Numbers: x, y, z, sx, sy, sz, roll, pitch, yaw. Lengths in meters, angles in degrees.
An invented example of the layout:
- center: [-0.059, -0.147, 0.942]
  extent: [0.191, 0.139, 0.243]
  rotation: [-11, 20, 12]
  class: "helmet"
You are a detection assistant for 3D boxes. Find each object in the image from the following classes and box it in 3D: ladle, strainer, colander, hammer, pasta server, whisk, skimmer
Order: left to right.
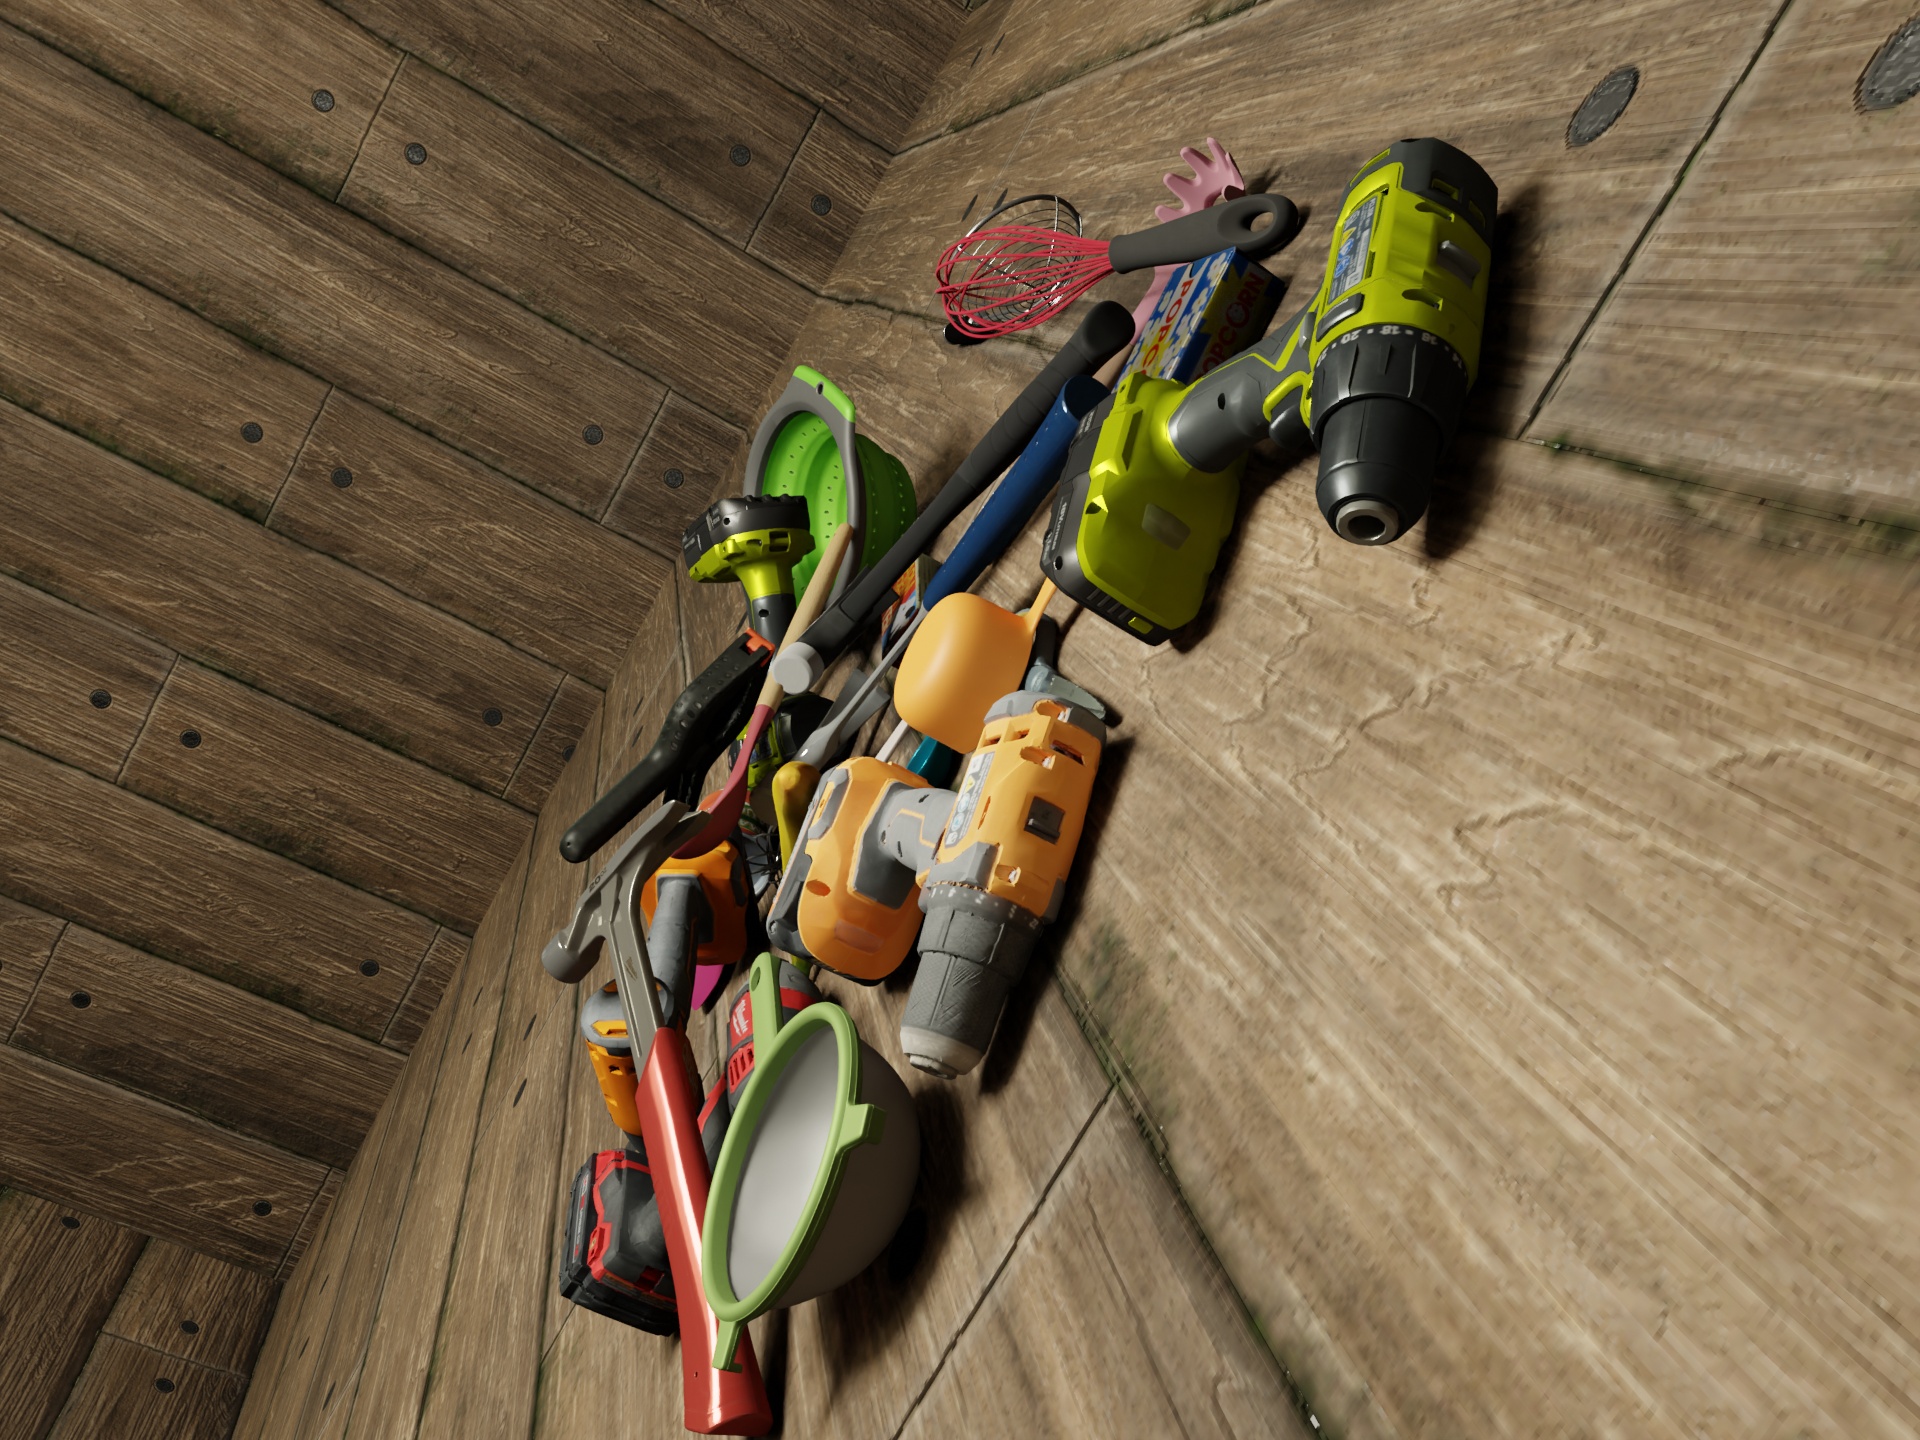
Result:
- center: [-0.155, 0.213, 0.874]
  extent: [0.149, 0.036, 0.360]
  rotation: [-46, 43, 21]
  class: "hammer"
- center: [-0.133, -0.027, 1.147]
  extent: [0.069, 0.031, 0.316]
  rotation: [-40, 24, 52]
  class: "ladle"
- center: [-0.071, 0.196, 0.802]
  extent: [0.151, 0.069, 0.257]
  rotation: [-61, 19, 15]
  class: "strainer"
- center: [-0.121, -0.102, 1.380]
  extent: [0.205, 0.094, 0.397]
  rotation: [45, 129, 46]
  class: "colander"
- center: [-0.085, 0.084, 1.074]
  extent: [0.246, 0.057, 0.059]
  rotation: [-22, 78, 61]
  class: "whisk"
- center: [-0.018, -0.074, 1.017]
  extent: [0.405, 0.035, 0.144]
  rotation: [-48, 4, 47]
  class: "hammer"
- center: [-0.001, -0.151, 1.062]
  extent: [0.334, 0.035, 0.146]
  rotation: [-44, 5, 33]
  class: "hammer"
- center: [0.017, -0.379, 1.385]
  extent: [0.127, 0.090, 0.363]
  rotation: [-31, 14, -6]
  class: "skimmer"
- center: [0.085, -0.286, 0.986]
  extent: [0.296, 0.073, 0.073]
  rotation: [4, 66, 48]
  class: "whisk"
- center: [0.090, -0.227, 1.035]
  extent: [0.316, 0.040, 0.060]
  rotation: [-55, 44, 28]
  class: "pasta server"

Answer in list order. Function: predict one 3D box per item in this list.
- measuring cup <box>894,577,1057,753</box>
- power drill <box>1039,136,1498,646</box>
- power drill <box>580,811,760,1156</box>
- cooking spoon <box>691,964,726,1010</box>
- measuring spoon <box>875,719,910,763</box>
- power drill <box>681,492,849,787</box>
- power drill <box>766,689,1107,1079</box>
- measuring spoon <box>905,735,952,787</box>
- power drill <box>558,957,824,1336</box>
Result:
- center: [0.018, -0.065, 0.910]
  extent: [0.173, 0.052, 0.095]
  rotation: [-60, 17, 20]
  class: "measuring cup"
- center: [0.132, -0.122, 0.694]
  extent: [0.228, 0.080, 0.191]
  rotation: [-33, 33, 53]
  class: "power drill"
- center: [-0.200, 0.192, 1.122]
  extent: [0.227, 0.084, 0.164]
  rotation: [-84, -9, -51]
  class: "power drill"
- center: [-0.202, 0.134, 1.367]
  extent: [0.068, 0.017, 0.319]
  rotation: [-54, 20, 24]
  class: "cooking spoon"
- center: [-0.039, 0.019, 1.037]
  extent: [0.124, 0.018, 0.034]
  rotation: [-56, 18, -19]
  class: "measuring spoon"
- center: [-0.162, -0.058, 1.292]
  extent: [0.171, 0.080, 0.223]
  rotation: [-21, 77, 60]
  class: "power drill"
- center: [-0.021, 0.091, 0.818]
  extent: [0.226, 0.084, 0.185]
  rotation: [-20, 47, 59]
  class: "power drill"
- center: [-0.002, -0.003, 1.011]
  extent: [0.042, 0.021, 0.129]
  rotation: [-39, 20, 54]
  class: "measuring spoon"
- center: [-0.152, 0.248, 0.962]
  extent: [0.219, 0.078, 0.143]
  rotation: [-54, 20, 16]
  class: "power drill"
